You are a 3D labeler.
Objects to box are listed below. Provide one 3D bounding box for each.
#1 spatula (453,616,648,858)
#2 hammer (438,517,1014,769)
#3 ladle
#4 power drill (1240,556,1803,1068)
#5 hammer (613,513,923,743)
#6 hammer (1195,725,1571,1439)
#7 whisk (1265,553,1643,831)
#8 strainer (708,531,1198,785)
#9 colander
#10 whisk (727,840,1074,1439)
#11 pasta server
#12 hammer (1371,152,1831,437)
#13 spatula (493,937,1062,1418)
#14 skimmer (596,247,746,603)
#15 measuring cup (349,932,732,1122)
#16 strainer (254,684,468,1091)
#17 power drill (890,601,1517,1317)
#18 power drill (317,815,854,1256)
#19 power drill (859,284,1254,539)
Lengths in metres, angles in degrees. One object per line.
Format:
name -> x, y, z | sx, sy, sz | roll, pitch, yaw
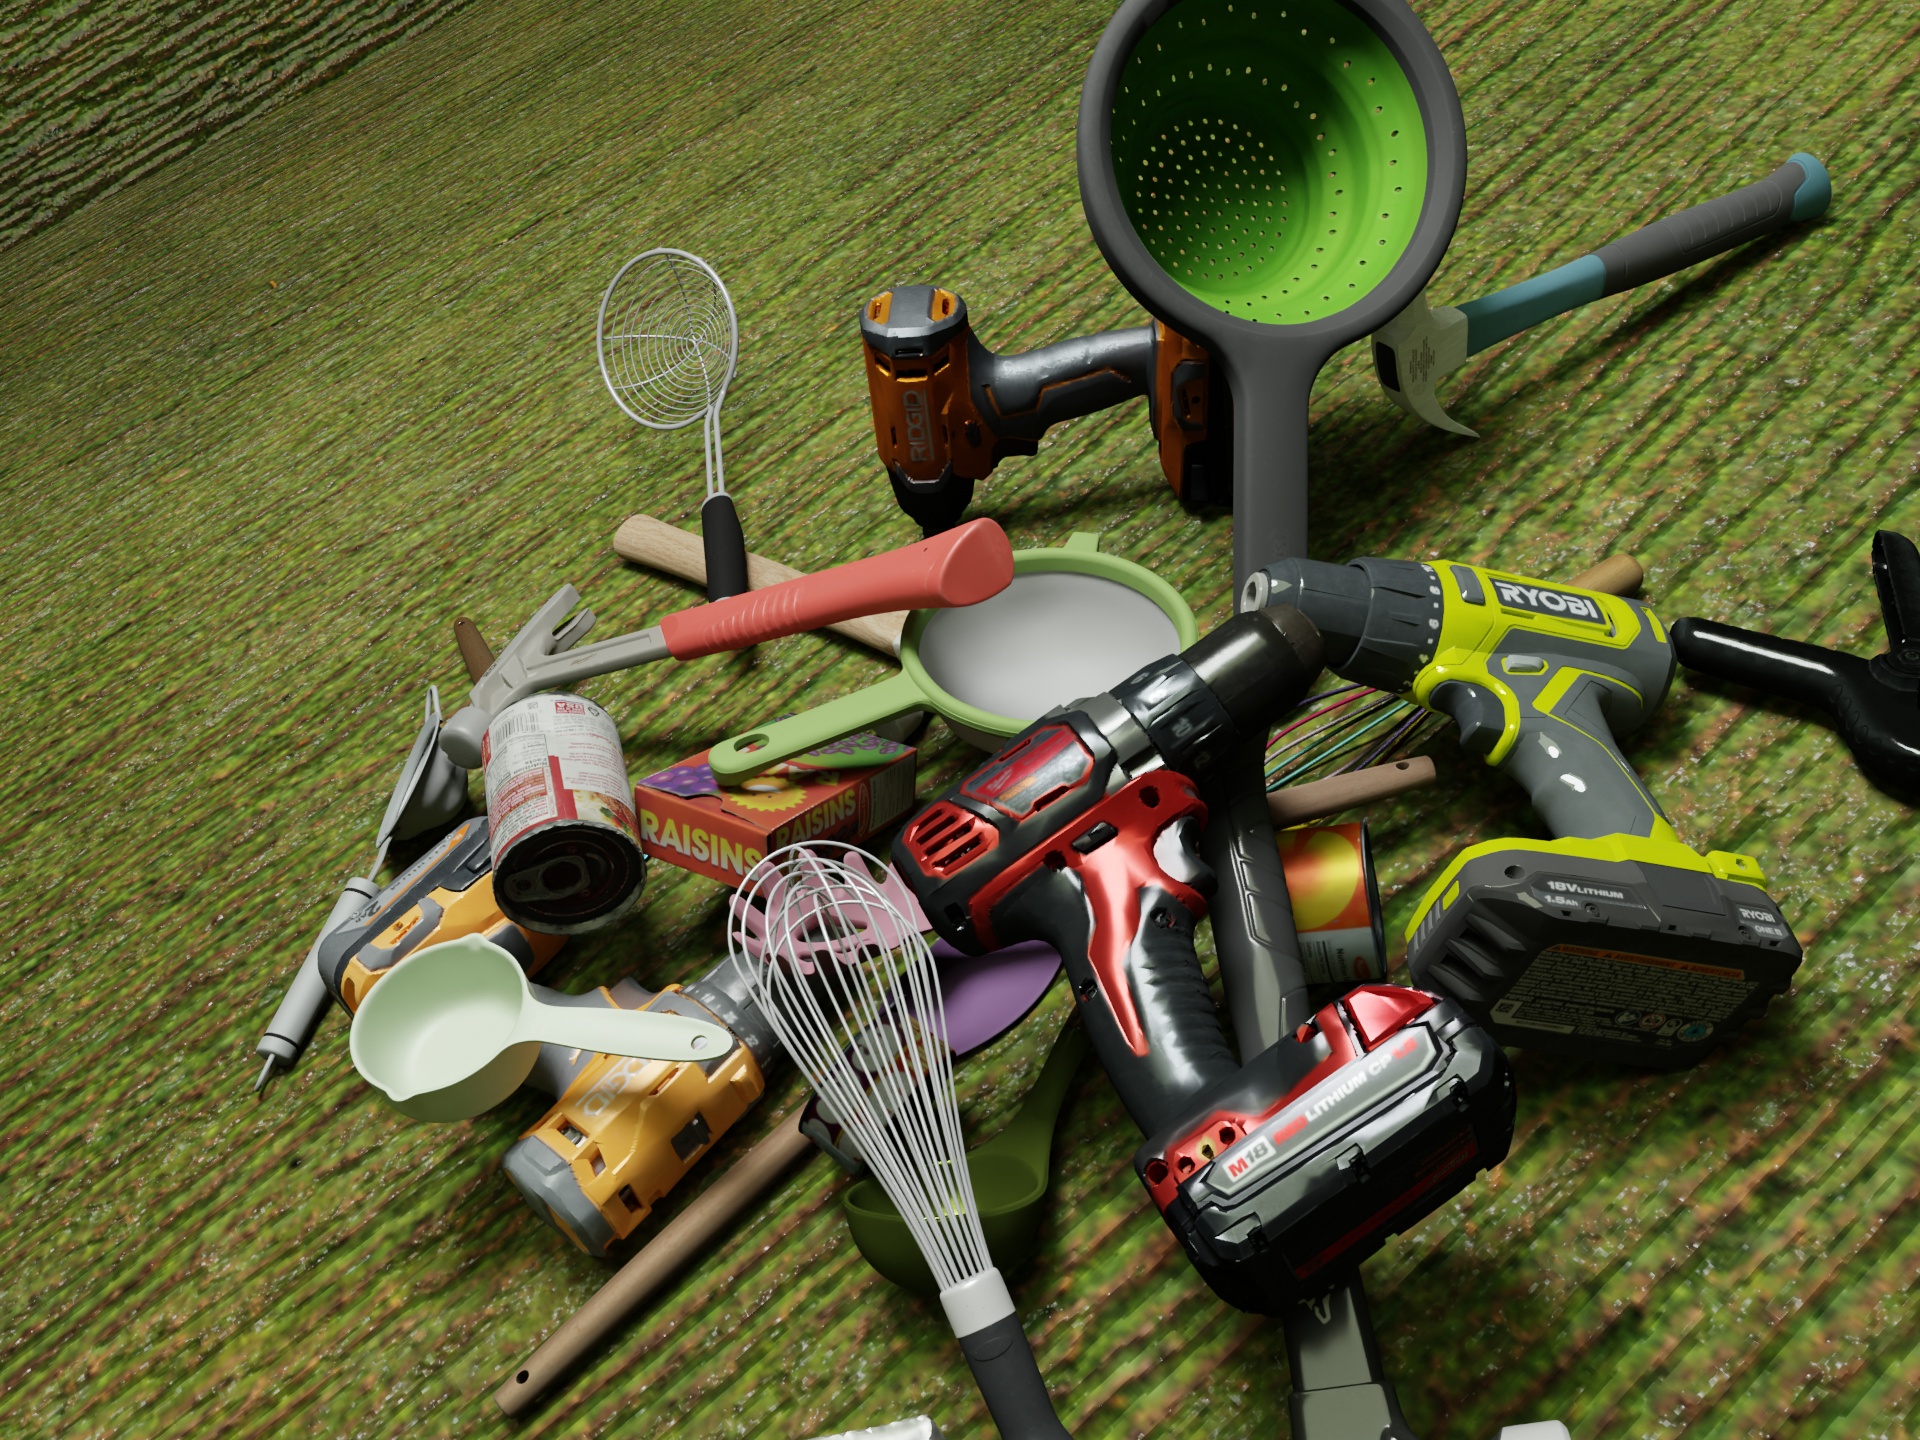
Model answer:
spatula -> -0.273, 0.010, 0.973 | 0.082, 0.044, 0.318 | -31, 36, -9
hammer -> -0.126, -0.056, 0.861 | 0.359, 0.036, 0.149 | -12, 34, 33
ladle -> 0.057, 0.108, 0.688 | 0.078, 0.062, 0.320 | -5, 37, 44
power drill -> 0.220, 0.018, 0.648 | 0.190, 0.080, 0.229 | 10, 42, -11
hammer -> -0.107, -0.082, 0.991 | 0.331, 0.031, 0.130 | 22, 57, 40
hammer -> 0.112, 0.125, 0.593 | 0.146, 0.035, 0.335 | -14, 57, 14
whisk -> 0.231, -0.016, 0.764 | 0.245, 0.051, 0.047 | -28, 61, -13
strainer -> -0.001, -0.003, 0.803 | 0.256, 0.069, 0.152 | -21, 44, -17
colander -> 0.147, -0.201, 0.824 | 0.204, 0.397, 0.094 | 0, 1, -12
whisk -> -0.008, 0.172, 0.554 | 0.070, 0.070, 0.285 | -24, 74, -2
pasta server -> 0.056, 0.058, 0.704 | 0.316, 0.040, 0.060 | -15, 41, 1
hammer -> 0.377, -0.262, 0.921 | 0.331, 0.128, 0.033 | -24, 41, -16
spatula -> -0.070, 0.181, 0.691 | 0.316, 0.018, 0.060 | -39, 51, -21
skimmer -> -0.189, -0.188, 1.052 | 0.127, 0.090, 0.364 | -45, 35, 26
measuring cup -> -0.172, 0.137, 0.669 | 0.167, 0.038, 0.083 | 3, 47, 12
strainer -> -0.331, 0.091, 0.893 | 0.087, 0.050, 0.259 | -37, 28, 49
power drill -> 0.098, 0.068, 0.569 | 0.188, 0.080, 0.227 | -35, 51, -2
power drill -> -0.176, 0.125, 0.759 | 0.226, 0.084, 0.185 | 24, 56, 36
power drill -> 0.061, -0.177, 0.943 | 0.226, 0.164, 0.084 | -1, 43, 5
